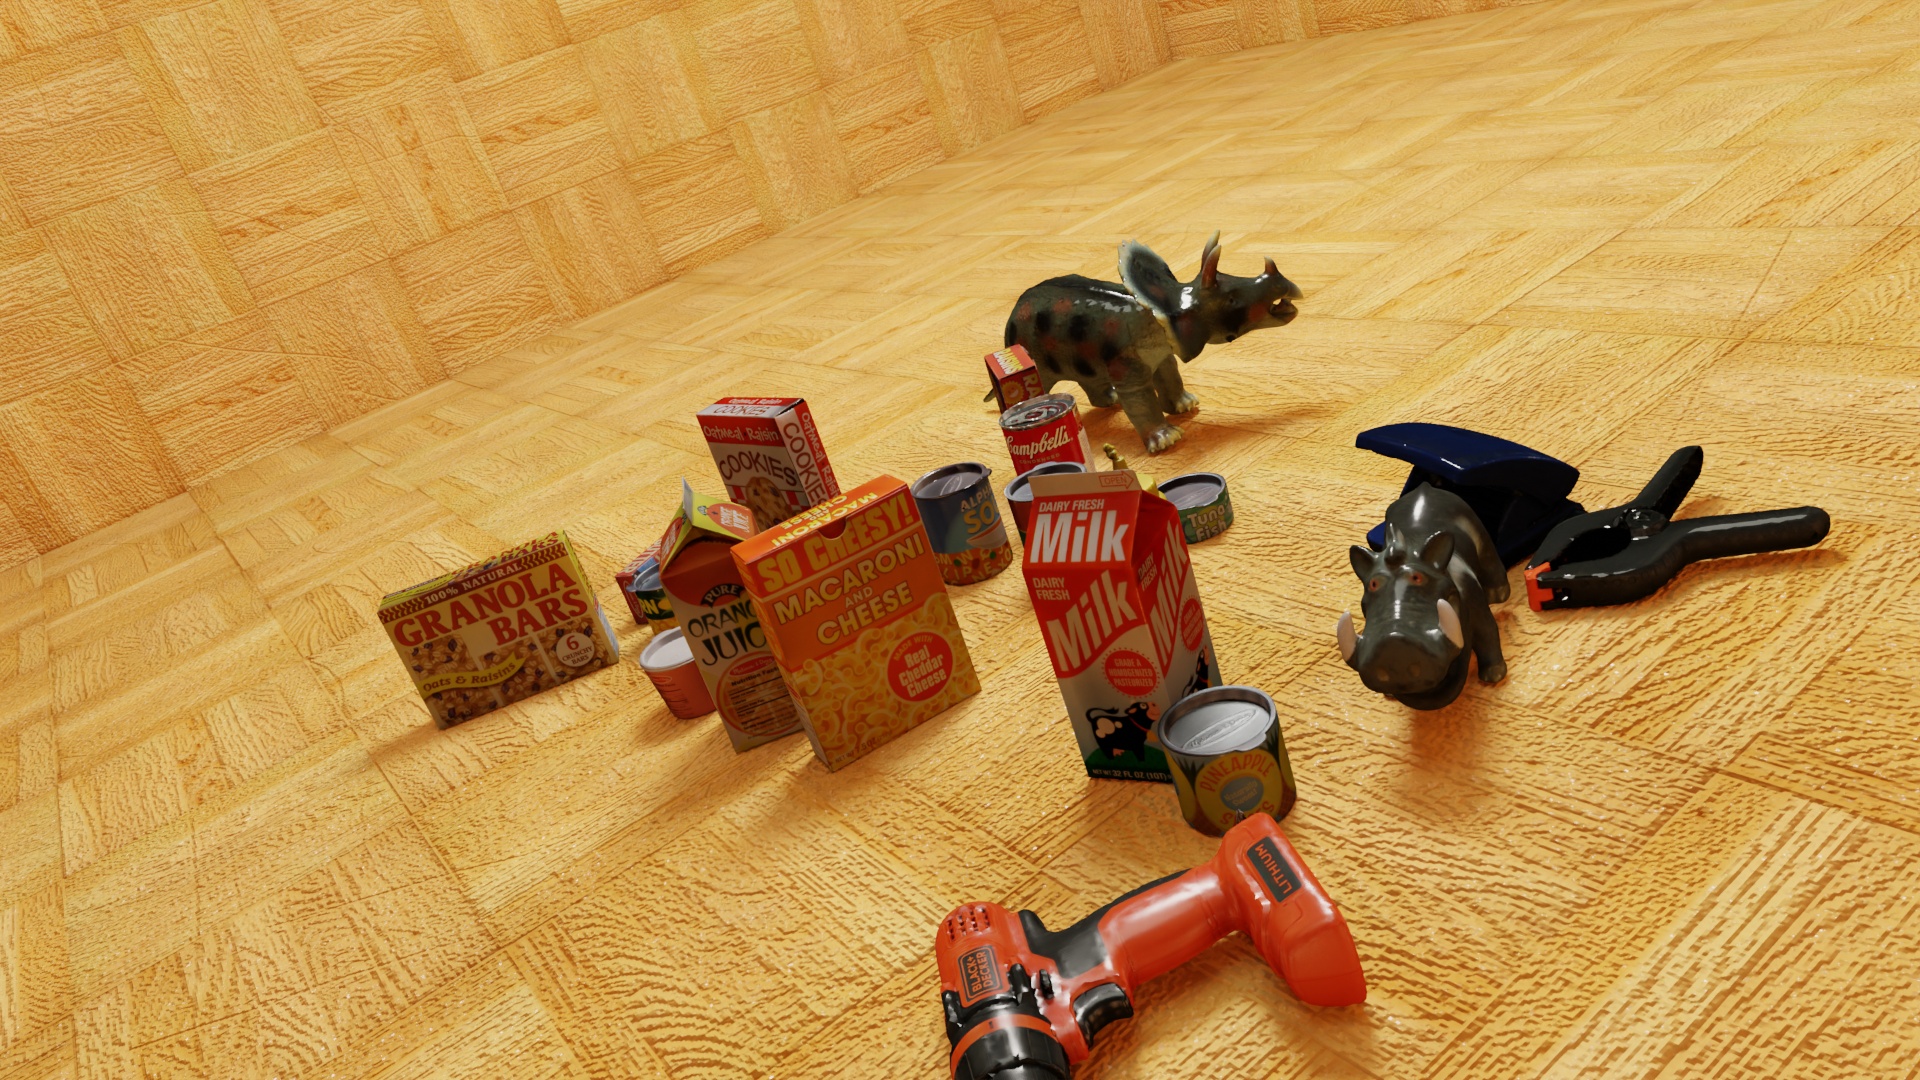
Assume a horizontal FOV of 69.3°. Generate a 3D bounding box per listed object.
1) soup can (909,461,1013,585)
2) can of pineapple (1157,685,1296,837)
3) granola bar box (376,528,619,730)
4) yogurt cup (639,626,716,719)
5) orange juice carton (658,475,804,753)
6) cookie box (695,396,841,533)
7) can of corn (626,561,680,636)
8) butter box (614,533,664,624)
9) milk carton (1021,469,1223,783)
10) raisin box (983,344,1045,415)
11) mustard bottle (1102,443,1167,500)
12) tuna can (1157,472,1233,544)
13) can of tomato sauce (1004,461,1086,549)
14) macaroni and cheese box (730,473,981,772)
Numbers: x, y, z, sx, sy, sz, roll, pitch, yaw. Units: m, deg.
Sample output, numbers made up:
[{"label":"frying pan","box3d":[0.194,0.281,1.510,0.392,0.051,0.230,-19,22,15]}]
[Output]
[{"label":"soup can","box3d":[0.004,-0.014,1.155,0.071,0.083,0.071,-16,23,7]},{"label":"can of pineapple","box3d":[0.148,0.123,0.769,0.071,0.057,0.071,-16,23,7]},{"label":"granola bar box","box3d":[-0.398,0.077,1.209,0.166,0.123,0.039,-21,23,-5]},{"label":"yogurt cup","box3d":[-0.211,0.104,1.094,0.072,0.053,0.073,-16,23,7]},{"label":"orange juice carton","box3d":[-0.164,0.048,1.004,0.073,0.192,0.072,-20,23,-3]},{"label":"cookie box","box3d":[-0.160,-0.047,1.247,0.123,0.166,0.040,6,34,46]},{"label":"can of corn","box3d":[-0.252,0.053,1.233,0.071,0.058,0.071,-16,23,7]},{"label":"butter box","box3d":[-0.280,0.030,1.314,0.024,0.053,0.104,-6,26,29]},{"label":"milk carton","box3d":[0.095,0.044,0.816,0.072,0.189,0.074,-3,27,33]},{"label":"raisin box","box3d":[0.062,-0.109,1.272,0.040,0.123,0.086,-19,23,0]},{"label":"mustard bottle","box3d":[0.122,0.008,0.915,0.049,0.159,0.065,-15,23,10]},{"label":"tuna can","box3d":[0.184,-0.025,1.105,0.071,0.032,0.071,-16,23,7]},{"label":"can of tomato sauce","box3d":[0.078,-0.011,1.092,0.071,0.082,0.071,-16,23,7]},{"label":"macaroni and cheese box","box3d":[-0.068,0.056,0.947,0.124,0.165,0.040,-27,24,-19]}]
